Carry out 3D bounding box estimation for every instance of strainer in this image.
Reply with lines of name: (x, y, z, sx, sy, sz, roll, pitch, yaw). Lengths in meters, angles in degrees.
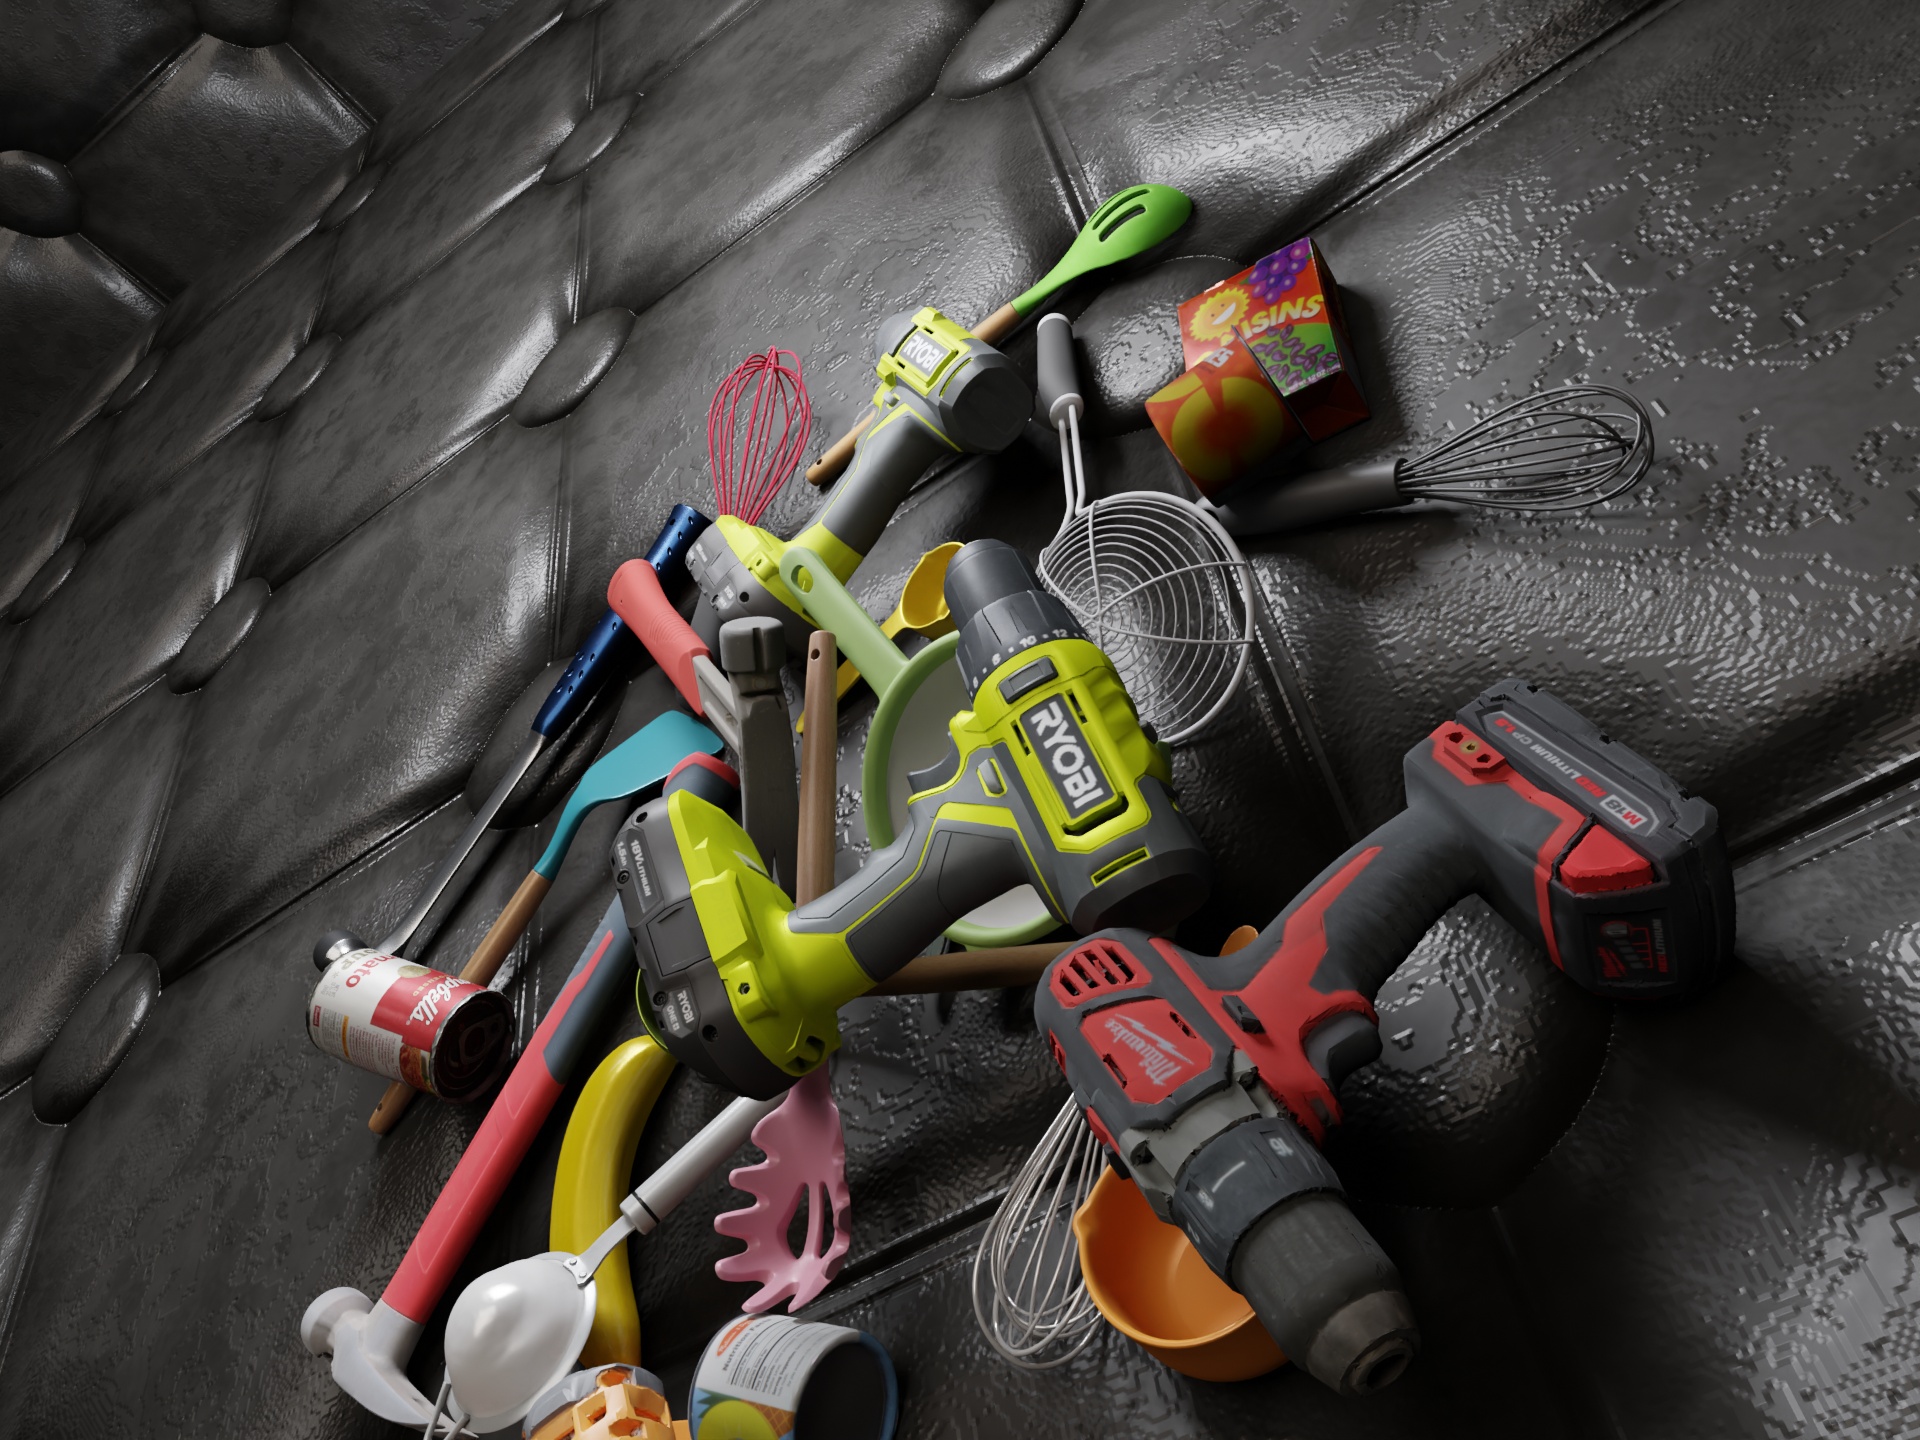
strainer: (-0.159, 0.236, 0.750, 0.258, 0.050, 0.087, -41, 34, -20)
strainer: (-0.001, -0.003, 0.787, 0.257, 0.069, 0.151, 48, 116, 31)

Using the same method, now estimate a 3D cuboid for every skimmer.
skimmer: (0.083, -0.128, 0.889, 0.127, 0.090, 0.364, -43, 26, 27)

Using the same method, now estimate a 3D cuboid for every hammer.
hammer: (-0.291, 0.022, 1.094, 0.144, 0.035, 0.405, 17, 69, 48)
hammer: (-0.157, -0.023, 0.932, 0.036, 0.149, 0.359, -8, 20, -20)
hammer: (-0.219, 0.190, 0.882, 0.143, 0.038, 0.386, 9, 63, 44)

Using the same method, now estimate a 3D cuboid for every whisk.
whisk: (0.060, 0.146, 0.665, 0.058, 0.059, 0.246, -40, 25, 55)
whisk: (-0.153, -0.137, 1.093, 0.073, 0.073, 0.296, -12, 57, 35)
whisk: (0.208, -0.116, 0.755, 0.239, 0.055, 0.055, -5, 54, 44)

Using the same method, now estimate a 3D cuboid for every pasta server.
pasta server: (-0.071, 0.103, 0.727, 0.060, 0.040, 0.316, -9, 67, 23)

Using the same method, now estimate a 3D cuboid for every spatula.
spatula: (-0.266, 0.124, 0.996, 0.082, 0.044, 0.317, 27, 81, 50)

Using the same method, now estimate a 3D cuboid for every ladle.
ladle: (-0.038, 0.118, 0.739, 0.320, 0.062, 0.078, -14, 65, 42)

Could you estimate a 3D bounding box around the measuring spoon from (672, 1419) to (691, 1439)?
measuring spoon: (-0.141, 0.325, 0.716, 0.117, 0.011, 0.021, -23, 44, 26)

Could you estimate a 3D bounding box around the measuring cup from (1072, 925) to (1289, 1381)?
measuring cup: (0.105, 0.163, 0.607, 0.095, 0.052, 0.174, -11, 43, 33)

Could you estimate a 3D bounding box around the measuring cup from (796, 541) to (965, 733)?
measuring cup: (-0.039, -0.040, 0.936, 0.156, 0.029, 0.062, -44, 37, 22)

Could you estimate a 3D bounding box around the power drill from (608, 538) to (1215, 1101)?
power drill: (-0.028, 0.040, 0.677, 0.228, 0.080, 0.191, -30, 58, 8)

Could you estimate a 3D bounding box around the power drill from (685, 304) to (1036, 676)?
power drill: (-0.065, -0.151, 0.981, 0.223, 0.080, 0.171, -50, 34, 7)

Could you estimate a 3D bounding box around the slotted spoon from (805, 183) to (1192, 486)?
slotted spoon: (0.018, -0.256, 1.062, 0.313, 0.031, 0.070, -36, 40, 14)

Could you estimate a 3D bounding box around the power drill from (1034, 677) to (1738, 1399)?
power drill: (0.154, 0.102, 0.544, 0.226, 0.080, 0.188, -32, 39, -6)

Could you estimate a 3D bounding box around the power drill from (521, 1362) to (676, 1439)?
power drill: (-0.194, 0.402, 0.644, 0.226, 0.084, 0.186, -39, 41, 7)
